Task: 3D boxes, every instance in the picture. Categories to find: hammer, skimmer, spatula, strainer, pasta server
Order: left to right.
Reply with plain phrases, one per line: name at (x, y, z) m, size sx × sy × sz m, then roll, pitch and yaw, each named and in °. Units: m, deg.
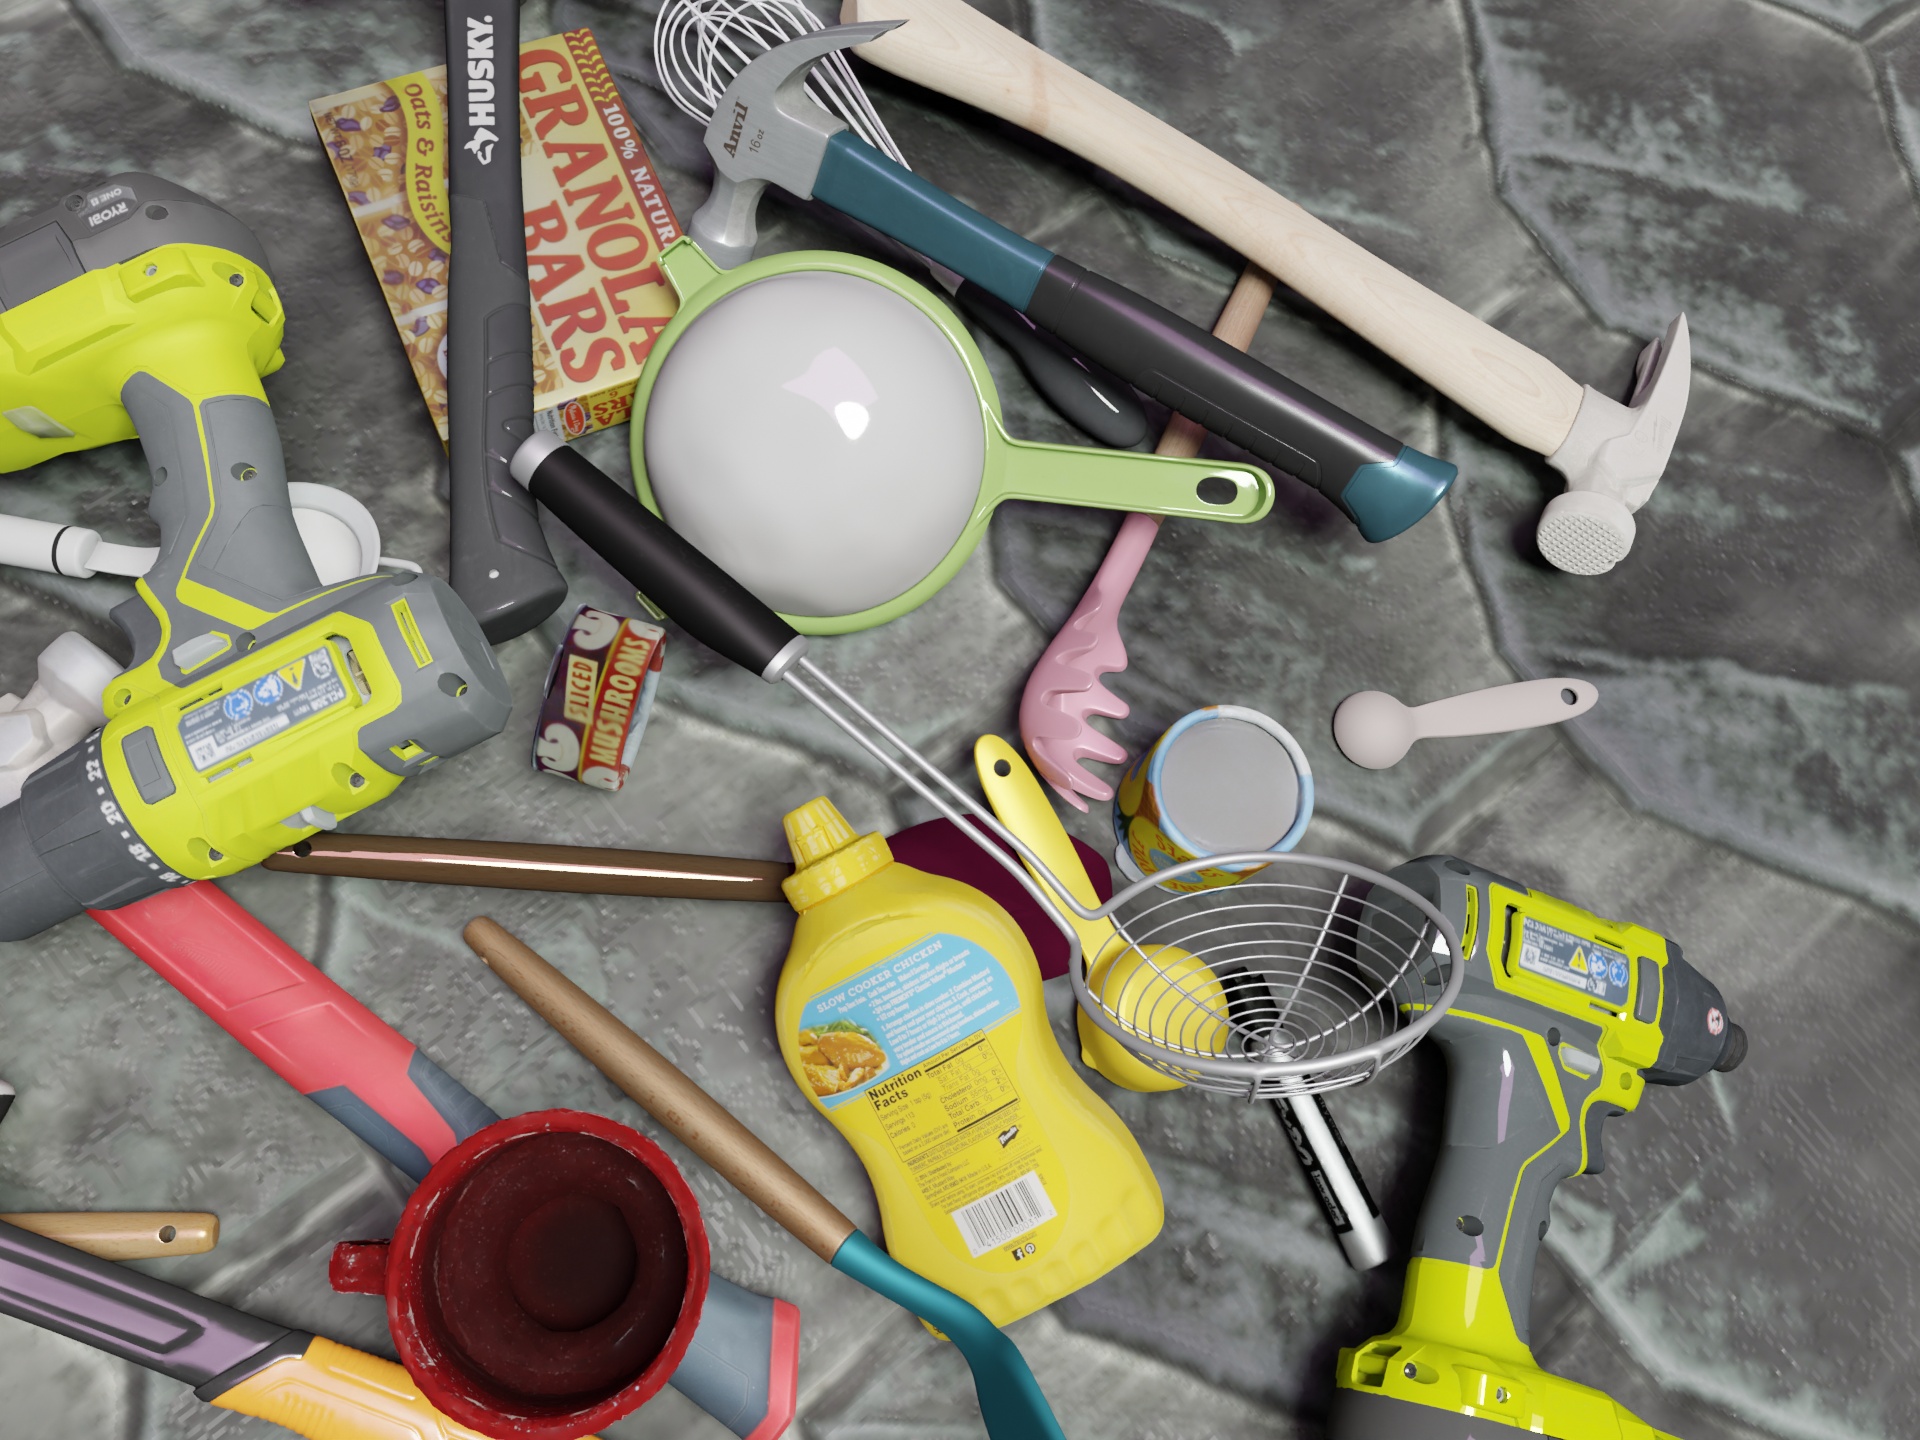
strainer at (-0.327, -0.063, 0.607) m, size 0.258 × 0.050 × 0.087 m, roll 10°, pitch 59°, yaw 1°
hammer at (-0.213, 0.230, 0.525) m, size 0.337 × 0.034 × 0.127 m, roll 23°, pitch 72°, yaw -5°
hammer at (-0.222, 0.137, 0.562) m, size 0.386 × 0.038 × 0.143 m, roll 38°, pitch 73°, yaw 4°
hammer at (-0.191, -0.189, 0.624) m, size 0.146 × 0.035 × 0.335 m, roll -3°, pitch 74°, yaw -9°
spatula at (-0.067, 0.171, 0.546) m, size 0.318 × 0.082 × 0.044 m, roll 36°, pitch 54°, yaw 17°
strainer at (-0.007, -0.098, 0.604) m, size 0.256 × 0.069 × 0.151 m, roll 7°, pitch 101°, yaw 3°
skimmer at (-0.001, -0.002, 0.543) m, size 0.363 × 0.090 × 0.127 m, roll 39°, pitch 38°, yaw 4°
hammer at (0.044, -0.167, 0.639) m, size 0.331 × 0.128 × 0.033 m, roll 31°, pitch 41°, yaw 5°
pasta server at (0.095, -0.105, 0.682) m, size 0.040 × 0.060 × 0.316 m, roll 15°, pitch 66°, yaw 28°
hammer at (0.134, -0.224, 0.702) m, size 0.410 × 0.038 × 0.146 m, roll 32°, pitch 60°, yaw -1°

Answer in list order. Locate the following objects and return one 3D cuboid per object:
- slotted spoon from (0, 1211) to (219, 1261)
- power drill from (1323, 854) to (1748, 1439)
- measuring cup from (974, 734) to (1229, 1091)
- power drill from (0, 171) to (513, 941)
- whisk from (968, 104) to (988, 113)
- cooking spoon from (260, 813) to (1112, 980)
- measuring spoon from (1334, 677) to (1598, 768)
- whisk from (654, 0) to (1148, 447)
slotted spoon at (-0.414, 0.179, 0.528) m, size 0.313 × 0.031 × 0.070 m, roll 0°, pitch 73°, yaw -10°
power drill at (0.219, 0.179, 0.587) m, size 0.171 × 0.080 × 0.223 m, roll 21°, pitch 68°, yaw -19°
measuring cup at (0.051, 0.072, 0.612) m, size 0.062 × 0.029 × 0.156 m, roll -31°, pitch 90°, yaw -20°
power drill at (-0.284, -0.052, 0.545) m, size 0.190 × 0.080 × 0.229 m, roll -27°, pitch 77°, yaw -3°
whisk at (-0.065, -0.366, 0.733) m, size 0.239 × 0.055 × 0.055 m, roll 45°, pitch 72°, yaw 2°
cooking spoon at (-0.091, 0.060, 0.597) m, size 0.318 × 0.017 × 0.069 m, roll 5°, pitch 73°, yaw -15°
measuring spoon at (0.220, -0.005, 0.679) m, size 0.124 × 0.018 × 0.034 m, roll -9°, pitch 75°, yaw -12°
whisk at (-0.024, -0.219, 0.692) m, size 0.284 × 0.070 × 0.070 m, roll 45°, pitch 72°, yaw 1°
